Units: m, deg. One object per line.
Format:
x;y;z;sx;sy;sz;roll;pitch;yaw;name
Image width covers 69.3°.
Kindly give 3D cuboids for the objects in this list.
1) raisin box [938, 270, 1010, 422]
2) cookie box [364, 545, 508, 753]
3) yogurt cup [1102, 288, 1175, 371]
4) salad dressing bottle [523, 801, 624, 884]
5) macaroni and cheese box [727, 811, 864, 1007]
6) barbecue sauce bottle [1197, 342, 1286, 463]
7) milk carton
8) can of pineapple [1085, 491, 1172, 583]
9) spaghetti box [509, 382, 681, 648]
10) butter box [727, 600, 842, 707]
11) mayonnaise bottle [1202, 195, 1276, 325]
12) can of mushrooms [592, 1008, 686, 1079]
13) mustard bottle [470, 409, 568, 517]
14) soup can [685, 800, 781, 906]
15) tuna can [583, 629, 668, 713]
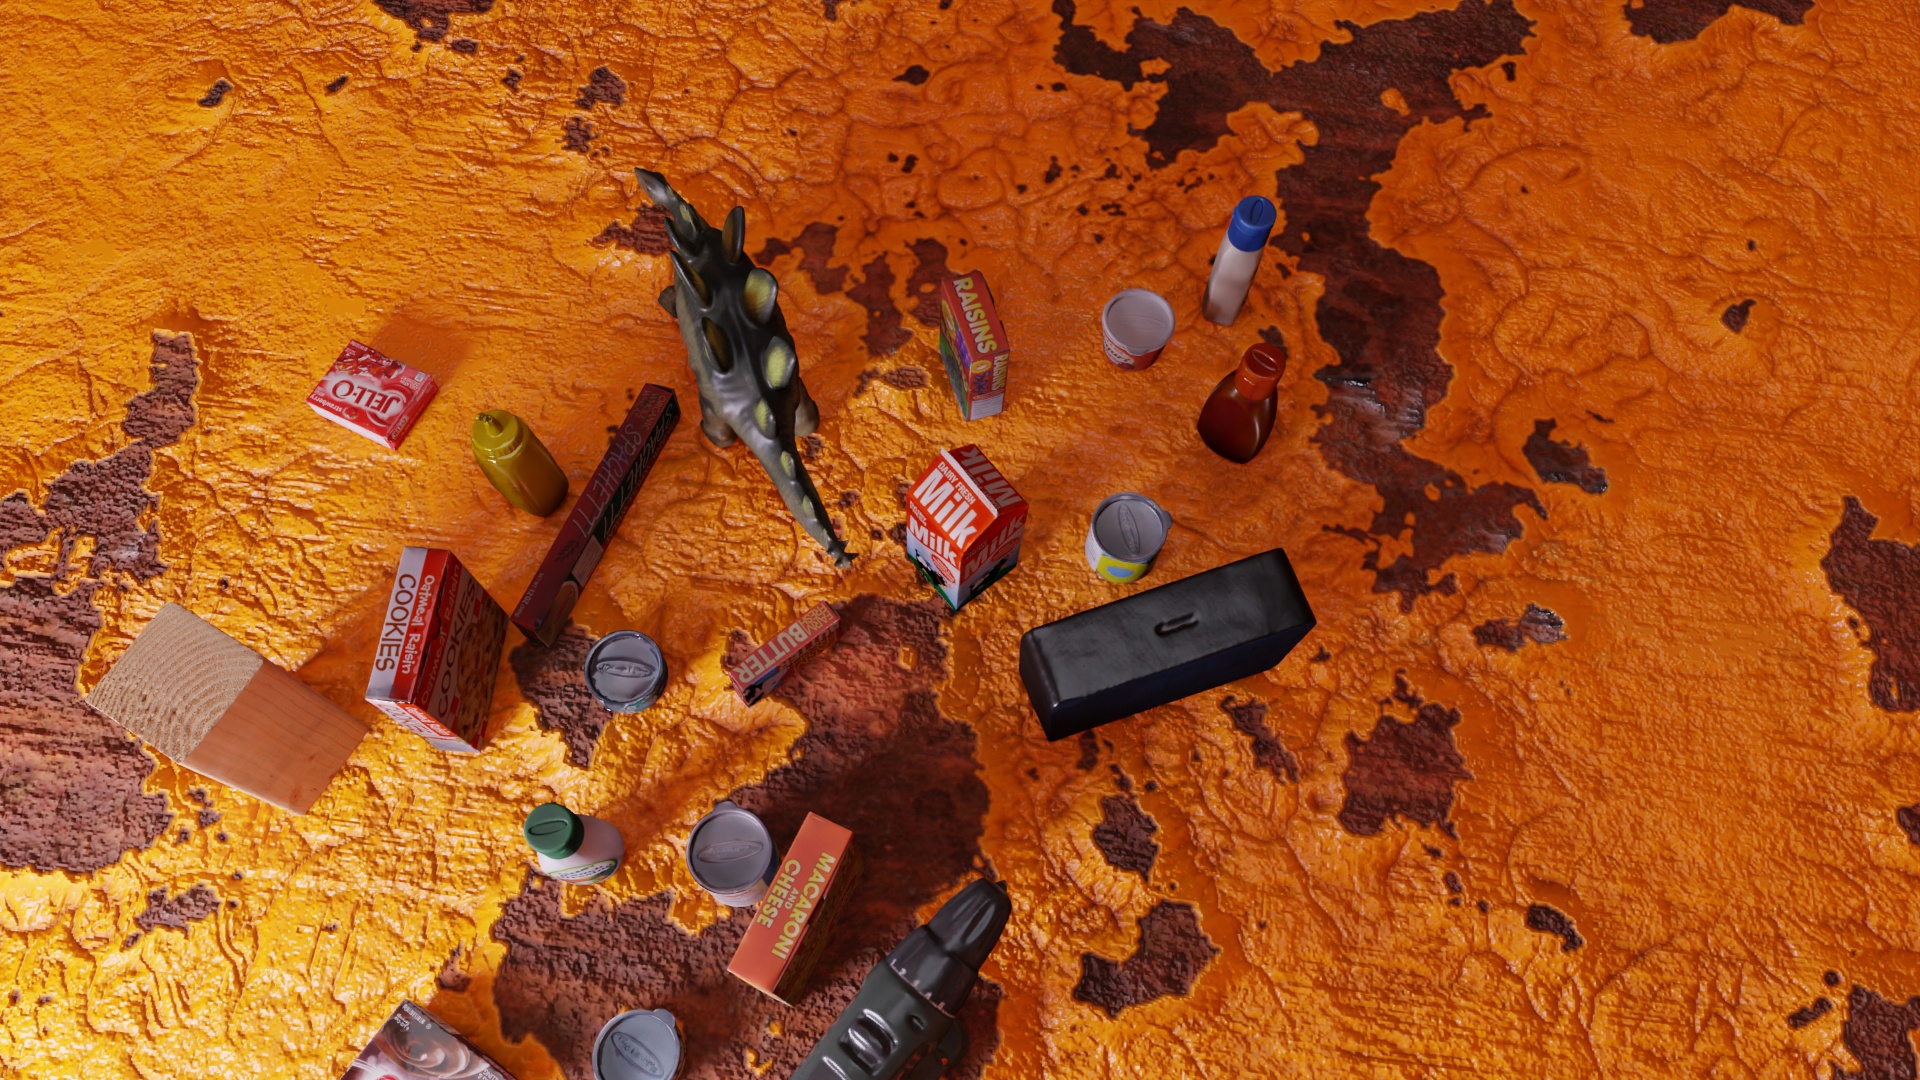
0.012;-0.173;1.251;0.040;0.123;0.086;-16;70;-8;raisin box
-0.411;0.091;1.108;0.040;0.166;0.123;5;68;0;cookie box
0.164;-0.194;1.302;0.072;0.053;0.072;1;68;-1;yogurt cup
-0.299;0.232;1.066;0.064;0.147;0.044;-10;69;-6;salad dressing bottle
-0.118;0.280;1.042;0.040;0.165;0.124;25;70;8;macaroni and cheese box
0.251;-0.122;1.225;0.065;0.148;0.044;39;73;13;barbecue sauce bottle
0.004;-0.014;1.151;0.073;0.189;0.072;-37;74;-14;milk carton
0.147;-0.001;1.221;0.071;0.057;0.071;1;68;-1;can of pineapple
-0.316;-0.026;1.221;0.029;0.050;0.251;22;69;7;spaghetti box
-0.147;0.096;1.176;0.104;0.053;0.024;-37;74;-15;butter box
0.257;-0.260;1.280;0.041;0.147;0.065;18;69;5;mayonnaise bottle
-0.243;0.393;1.064;0.071;0.033;0.071;1;68;-1;can of mushrooms
-0.380;-0.072;1.178;0.065;0.159;0.049;30;71;10;mustard bottle
-0.178;0.248;1.097;0.071;0.083;0.071;1;68;-1;soup can
-0.282;0.114;1.175;0.071;0.032;0.071;1;68;-1;tuna can
